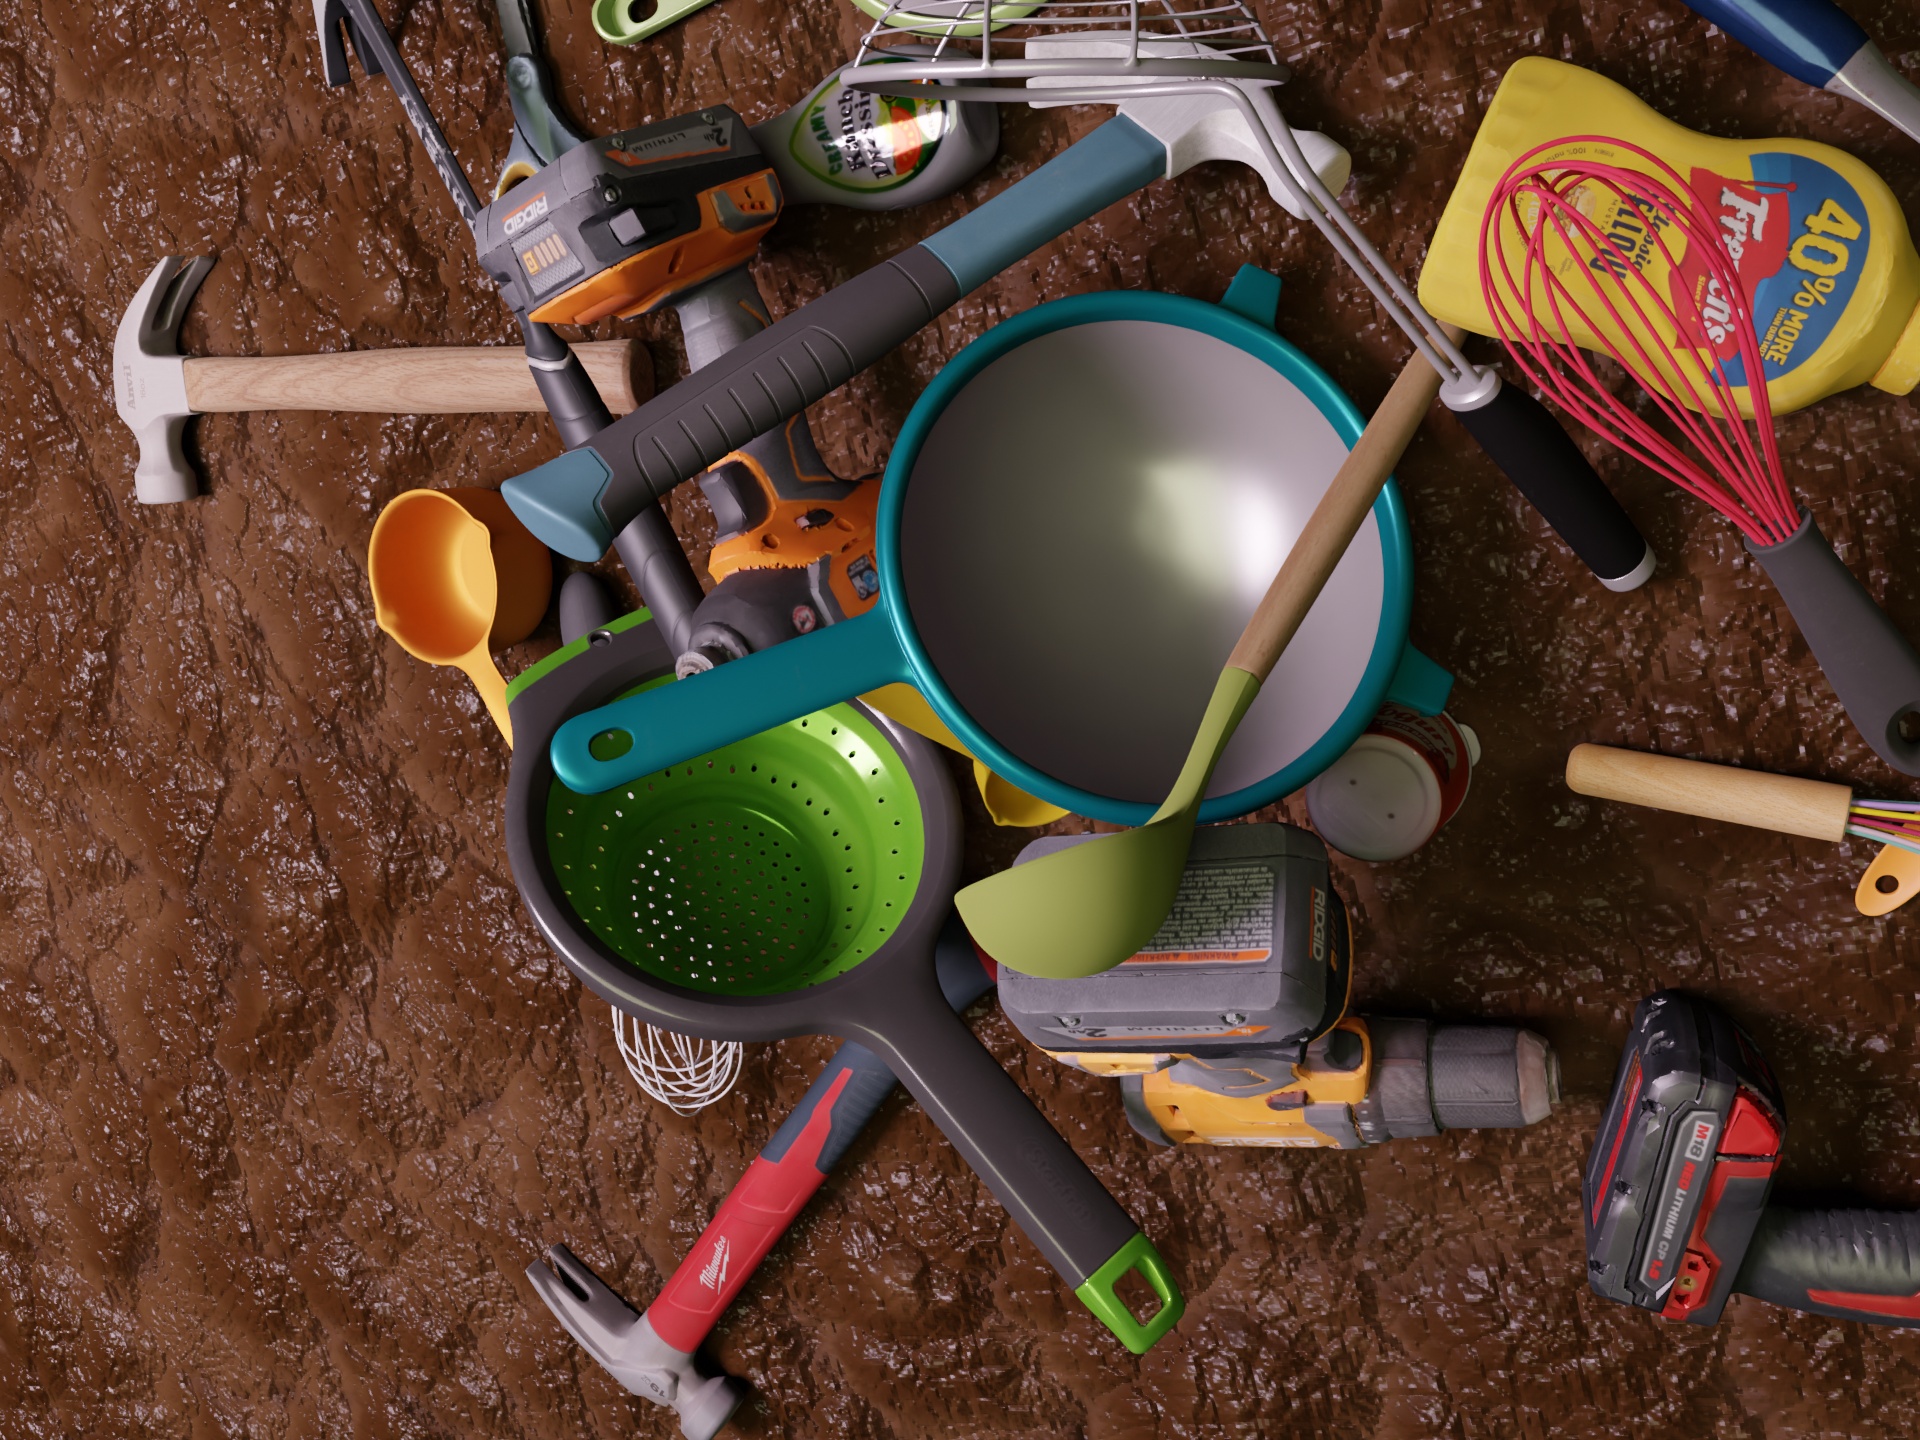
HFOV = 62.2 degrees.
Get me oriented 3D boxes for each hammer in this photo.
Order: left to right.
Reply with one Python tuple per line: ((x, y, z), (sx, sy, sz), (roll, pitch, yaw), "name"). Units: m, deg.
((-0.305, -0.177, 0.817), (0.331, 0.031, 0.130), (3, 106, 21), "hammer")
((-0.193, -0.176, 0.709), (0.409, 0.036, 0.149), (62, 160, 0), "hammer")
((-0.097, 0.221, 0.836), (0.143, 0.038, 0.386), (39, 115, 10), "hammer")
((-0.019, -0.159, 0.592), (0.331, 0.033, 0.128), (-35, 64, -14), "hammer")
((0.300, -0.209, 0.526), (0.406, 0.144, 0.035), (44, 154, 12), "hammer")

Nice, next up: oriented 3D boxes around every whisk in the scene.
((-0.164, 0.064, 0.811), (0.070, 0.070, 0.284), (-10, 95, 24), "whisk")
((0.273, -0.080, 0.550), (0.073, 0.073, 0.295), (-35, 113, 26), "whisk")
((0.355, 0.042, 0.594), (0.245, 0.047, 0.051), (11, 99, 28), "whisk")

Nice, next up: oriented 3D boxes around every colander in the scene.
((-0.054, 0.122, 0.719), (0.397, 0.204, 0.094), (48, 148, 16), "colander")

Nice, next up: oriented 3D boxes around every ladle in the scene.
((0.103, -0.042, 0.571), (0.062, 0.320, 0.078), (35, 159, -2), "ladle")

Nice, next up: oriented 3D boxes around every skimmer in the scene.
((0.121, -0.124, 0.528), (0.363, 0.127, 0.090), (35, 88, -32), "skimmer")

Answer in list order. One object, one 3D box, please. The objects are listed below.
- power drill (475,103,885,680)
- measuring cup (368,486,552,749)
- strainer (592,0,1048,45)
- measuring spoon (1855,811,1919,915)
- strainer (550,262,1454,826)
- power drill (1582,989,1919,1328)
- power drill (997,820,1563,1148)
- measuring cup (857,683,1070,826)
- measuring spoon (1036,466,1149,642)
((-0.101, -0.122, 0.655), (0.084, 0.164, 0.226), (-16, 108, 36), "power drill")
((-0.229, -0.039, 0.805), (0.095, 0.052, 0.173), (-32, 87, 30), "measuring cup")
((-0.059, -0.342, 0.650), (0.256, 0.069, 0.151), (-16, 98, 24), "strainer")
((0.382, 0.029, 0.605), (0.021, 0.011, 0.117), (34, 118, 14), "measuring spoon")
((0.008, -0.035, 0.629), (0.340, 0.095, 0.211), (-21, 84, -12), "strainer")
((0.375, 0.175, 0.611), (0.227, 0.080, 0.187), (14, 109, 15), "power drill")
((0.132, 0.119, 0.632), (0.185, 0.226, 0.084), (-6, 60, 24), "power drill")
((-0.001, -0.002, 0.692), (0.156, 0.029, 0.062), (31, 113, -35), "measuring cup")
((0.045, -0.094, 0.706), (0.042, 0.021, 0.128), (-22, 86, -4), "measuring spoon")
